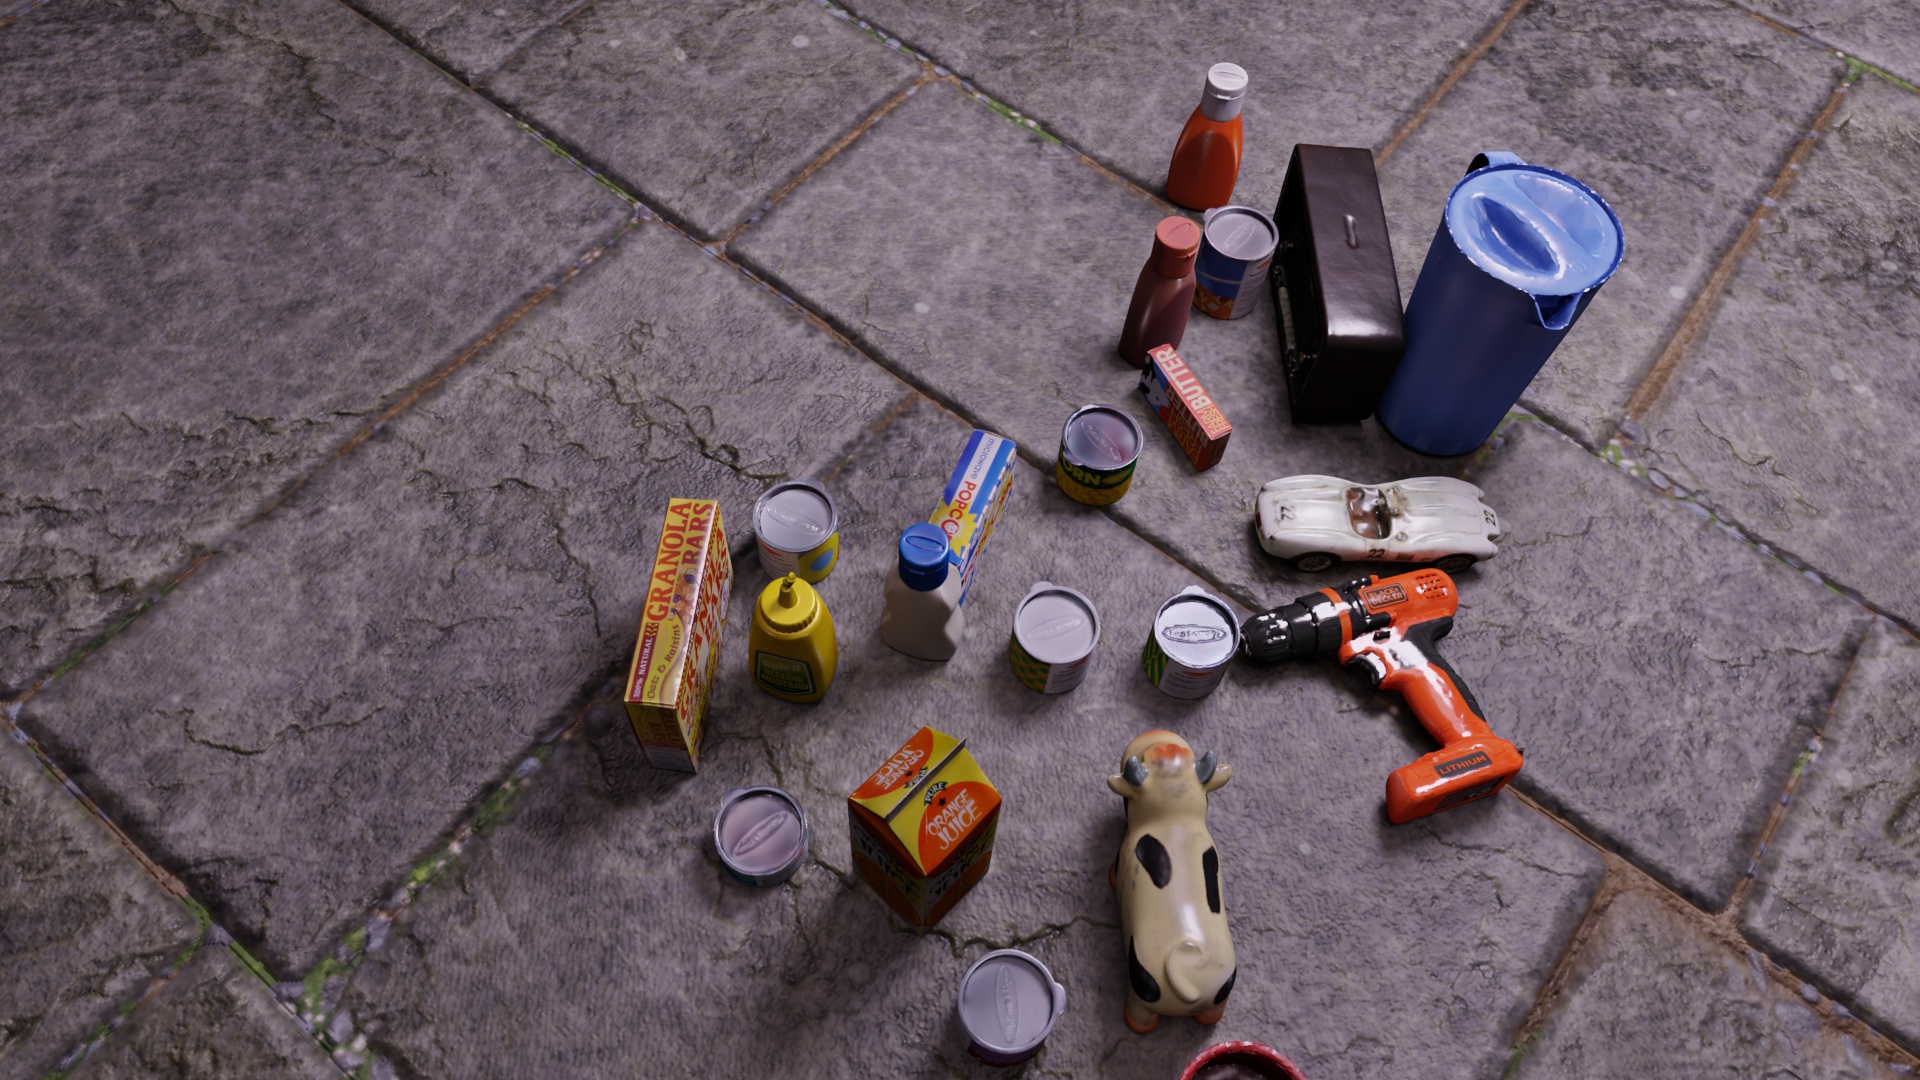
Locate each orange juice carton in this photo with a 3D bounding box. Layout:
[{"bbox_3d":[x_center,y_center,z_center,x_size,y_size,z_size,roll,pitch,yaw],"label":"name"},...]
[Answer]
[{"bbox_3d":[-0.024,0.189,0.918,0.073,0.191,0.072,41,66,19],"label":"orange juice carton"}]

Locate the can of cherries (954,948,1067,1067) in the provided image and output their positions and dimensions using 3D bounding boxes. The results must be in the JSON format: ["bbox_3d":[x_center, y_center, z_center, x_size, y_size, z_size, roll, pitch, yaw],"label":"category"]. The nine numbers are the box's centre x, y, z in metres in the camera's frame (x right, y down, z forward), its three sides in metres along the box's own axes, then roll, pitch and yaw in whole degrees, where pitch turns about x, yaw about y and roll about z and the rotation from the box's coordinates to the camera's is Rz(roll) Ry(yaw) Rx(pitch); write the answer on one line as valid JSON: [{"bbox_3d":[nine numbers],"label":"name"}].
[{"bbox_3d":[0.032,0.313,0.924,0.071,0.058,0.072,1,59,-2],"label":"can of cherries"}]

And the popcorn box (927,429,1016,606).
[{"bbox_3d":[0.004,-0.014,1.104,0.038,0.084,0.127,20,60,9],"label":"popcorn box"}]

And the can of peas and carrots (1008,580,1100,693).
[{"bbox_3d":[0.070,0.075,1.069,0.071,0.058,0.071,1,59,-2],"label":"can of peas and carrots"}]

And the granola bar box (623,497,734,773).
[{"bbox_3d":[-0.204,0.070,1.019,0.039,0.123,0.166,5,59,0],"label":"granola bar box"}]

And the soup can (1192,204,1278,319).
[{"bbox_3d":[0.244,-0.253,1.261,0.071,0.083,0.071,1,59,-2],"label":"soup can"}]

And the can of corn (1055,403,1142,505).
[{"bbox_3d":[0.113,-0.069,1.158,0.071,0.058,0.071,1,59,-2],"label":"can of corn"}]

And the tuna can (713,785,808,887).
[{"bbox_3d":[-0.143,0.210,0.992,0.071,0.032,0.071,1,59,-2],"label":"tuna can"}]

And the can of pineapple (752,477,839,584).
[{"bbox_3d":[-0.129,-0.006,1.108,0.071,0.057,0.071,1,59,-2],"label":"can of pineapple"}]

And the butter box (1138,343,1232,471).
[{"bbox_3d":[0.192,-0.114,1.192,0.024,0.053,0.104,-23,63,-16],"label":"butter box"}]

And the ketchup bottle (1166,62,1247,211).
[{"bbox_3d":[0.234,-0.374,1.295,0.065,0.148,0.044,12,60,4],"label":"ketchup bottle"}]

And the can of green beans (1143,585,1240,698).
[{"bbox_3d":[0.177,0.081,1.072,0.071,0.057,0.071,1,59,-2],"label":"can of green beans"}]

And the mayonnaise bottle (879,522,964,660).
[{"bbox_3d":[-0.028,0.039,1.033,0.065,0.147,0.041,14,60,6],"label":"mayonnaise bottle"}]

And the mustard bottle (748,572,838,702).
[{"bbox_3d":[-0.123,0.066,1.005,0.065,0.159,0.049,12,60,4],"label":"mustard bottle"}]

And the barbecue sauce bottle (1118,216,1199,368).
[{"bbox_3d":[0.175,-0.214,1.196,0.065,0.147,0.044,-37,68,-22],"label":"barbecue sauce bottle"}]
